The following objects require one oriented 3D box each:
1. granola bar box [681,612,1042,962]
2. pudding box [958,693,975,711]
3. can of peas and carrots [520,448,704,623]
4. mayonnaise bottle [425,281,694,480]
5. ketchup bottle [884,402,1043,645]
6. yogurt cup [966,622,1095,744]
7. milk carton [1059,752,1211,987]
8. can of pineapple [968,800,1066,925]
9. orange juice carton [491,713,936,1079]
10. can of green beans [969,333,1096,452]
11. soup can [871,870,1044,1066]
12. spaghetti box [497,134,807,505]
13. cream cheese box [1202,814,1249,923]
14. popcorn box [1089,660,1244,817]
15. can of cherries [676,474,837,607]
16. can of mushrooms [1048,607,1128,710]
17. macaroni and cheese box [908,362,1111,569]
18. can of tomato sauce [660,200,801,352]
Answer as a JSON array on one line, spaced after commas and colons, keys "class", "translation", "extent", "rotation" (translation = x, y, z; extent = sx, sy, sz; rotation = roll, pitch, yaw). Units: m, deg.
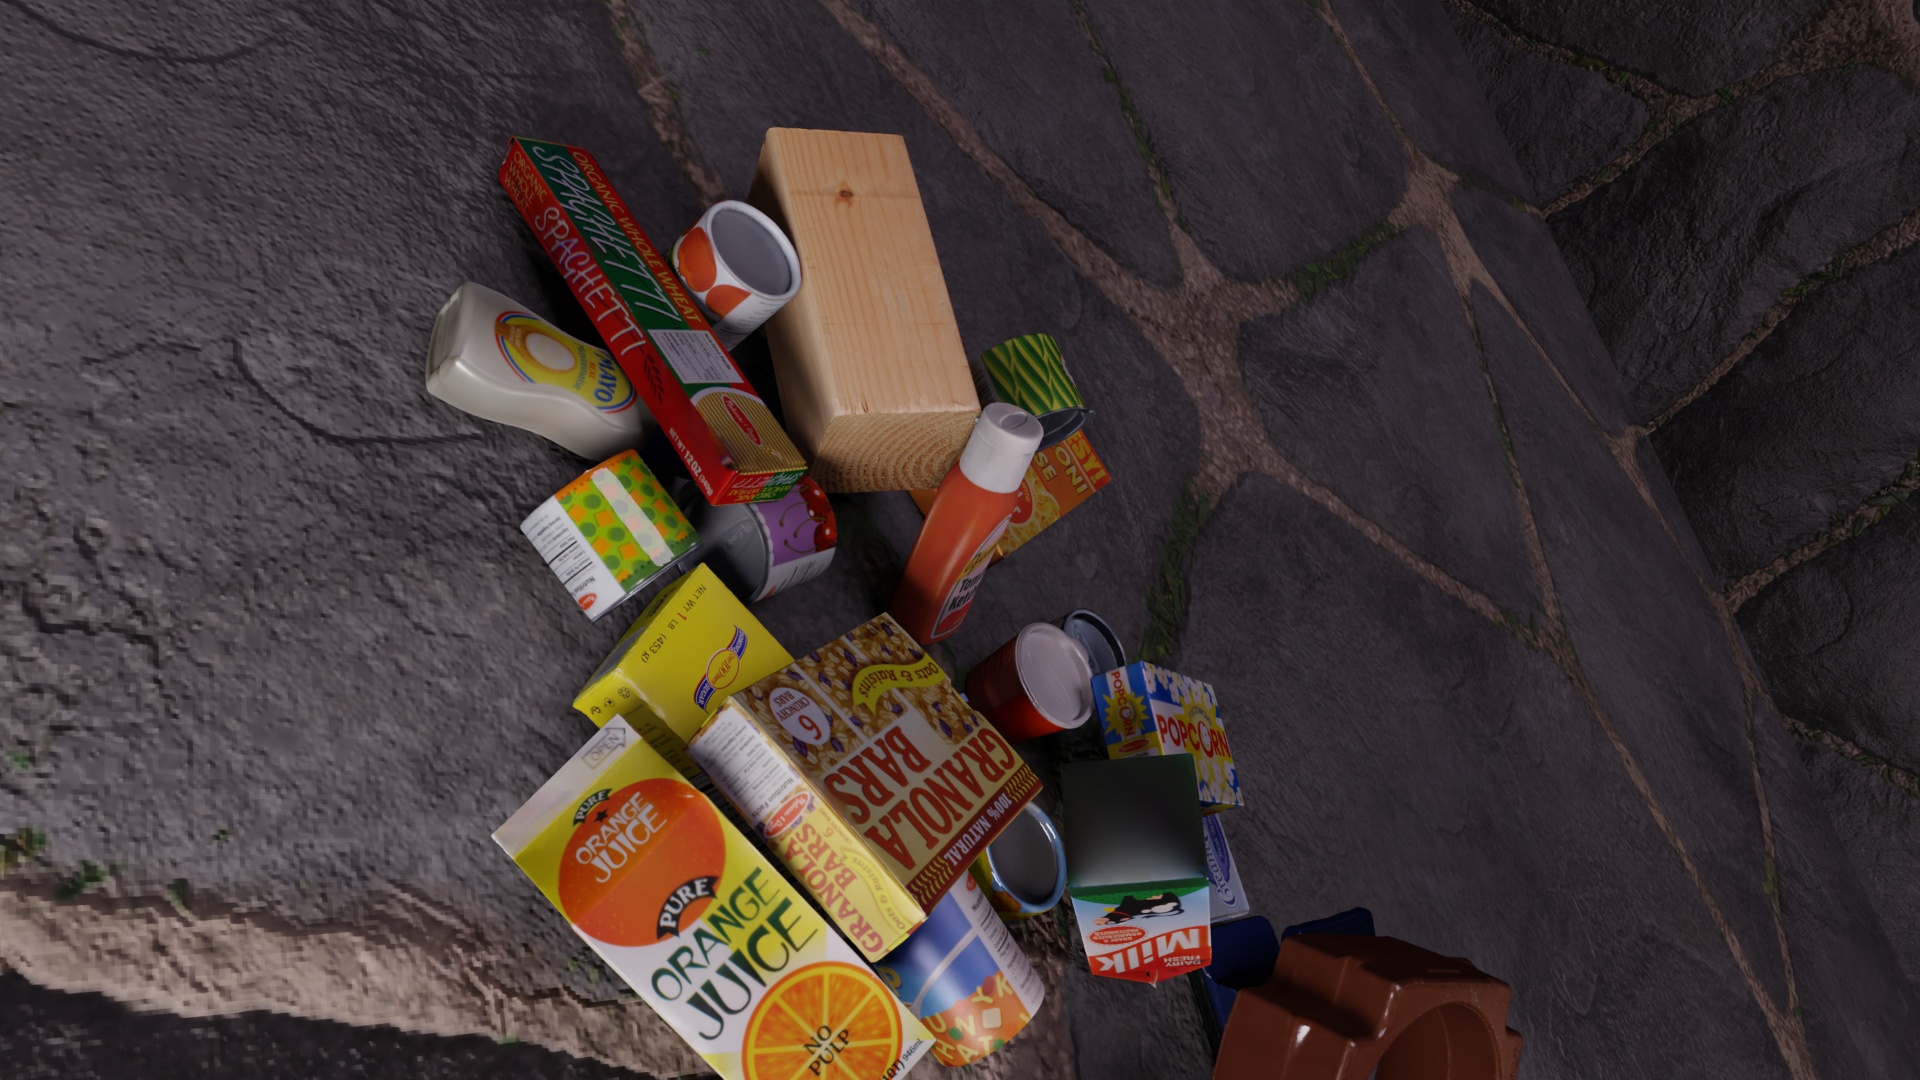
[{"class": "granola bar box", "translation": [-0.037, 0.106, 0.653], "extent": [0.124, 0.039, 0.166], "rotation": [47, 22, 7]}, {"class": "pudding box", "translation": [-0.015, 0.126, 0.780], "extent": [0.049, 0.030, 0.084], "rotation": [58, 36, 1]}, {"class": "can of peas and carrots", "translation": [-0.165, -0.004, 0.668], "extent": [0.058, 0.070, 0.071], "rotation": [54, 36, -5]}, {"class": "mayonnaise bottle", "translation": [-0.193, -0.074, 0.707], "extent": [0.148, 0.041, 0.065], "rotation": [25, 43, -37]}, {"class": "ketchup bottle", "translation": [0.003, -0.010, 0.800], "extent": [0.043, 0.148, 0.065], "rotation": [33, 34, 13]}, {"class": "yogurt cup", "translation": [0.041, 0.091, 0.851], "extent": [0.072, 0.053, 0.073], "rotation": [29, 45, -34]}, {"class": "milk carton", "translation": [0.103, 0.195, 0.793], "extent": [0.189, 0.073, 0.073], "rotation": [74, 12, -56]}, {"class": "can of pineapple", "translation": [0.016, 0.179, 0.756], "extent": [0.071, 0.057, 0.071], "rotation": [29, 45, -34]}, {"class": "orange juice carton", "translation": [-0.106, 0.167, 0.590], "extent": [0.072, 0.073, 0.192], "rotation": [-44, 102, -18]}, {"class": "can of green beans", "translation": [0.043, -0.094, 0.908], "extent": [0.071, 0.071, 0.058], "rotation": [-3, 65, -50]}, {"class": "soup can", "translation": [-0.009, 0.211, 0.700], "extent": [0.083, 0.071, 0.072], "rotation": [57, 36, -3]}, {"class": "spaghetti box", "translation": [-0.166, -0.120, 0.729], "extent": [0.050, 0.028, 0.250], "rotation": [-7, 55, -51]}, {"class": "cream cheese box", "translation": [0.155, 0.204, 0.929], "extent": [0.053, 0.024, 0.104], "rotation": [7, 59, -46]}, {"class": "popcorn box", "translation": [0.131, 0.128, 0.875], "extent": [0.126, 0.038, 0.085], "rotation": [23, 50, -57]}, {"class": "can of cherries", "translation": [-0.109, -0.005, 0.734], "extent": [0.058, 0.071, 0.071], "rotation": [-22, 82, -54]}, {"class": "can of mushrooms", "translation": [0.077, 0.081, 0.919], "extent": [0.071, 0.033, 0.071], "rotation": [29, 46, -35]}, {"class": "macaroni and cheese box", "translation": [0.024, -0.060, 0.952], "extent": [0.123, 0.040, 0.167], "rotation": [57, 37, 0]}, {"class": "can of tomato sauce", "translation": [-0.141, -0.143, 0.782], "extent": [0.071, 0.082, 0.071], "rotation": [29, 45, -34]}]
